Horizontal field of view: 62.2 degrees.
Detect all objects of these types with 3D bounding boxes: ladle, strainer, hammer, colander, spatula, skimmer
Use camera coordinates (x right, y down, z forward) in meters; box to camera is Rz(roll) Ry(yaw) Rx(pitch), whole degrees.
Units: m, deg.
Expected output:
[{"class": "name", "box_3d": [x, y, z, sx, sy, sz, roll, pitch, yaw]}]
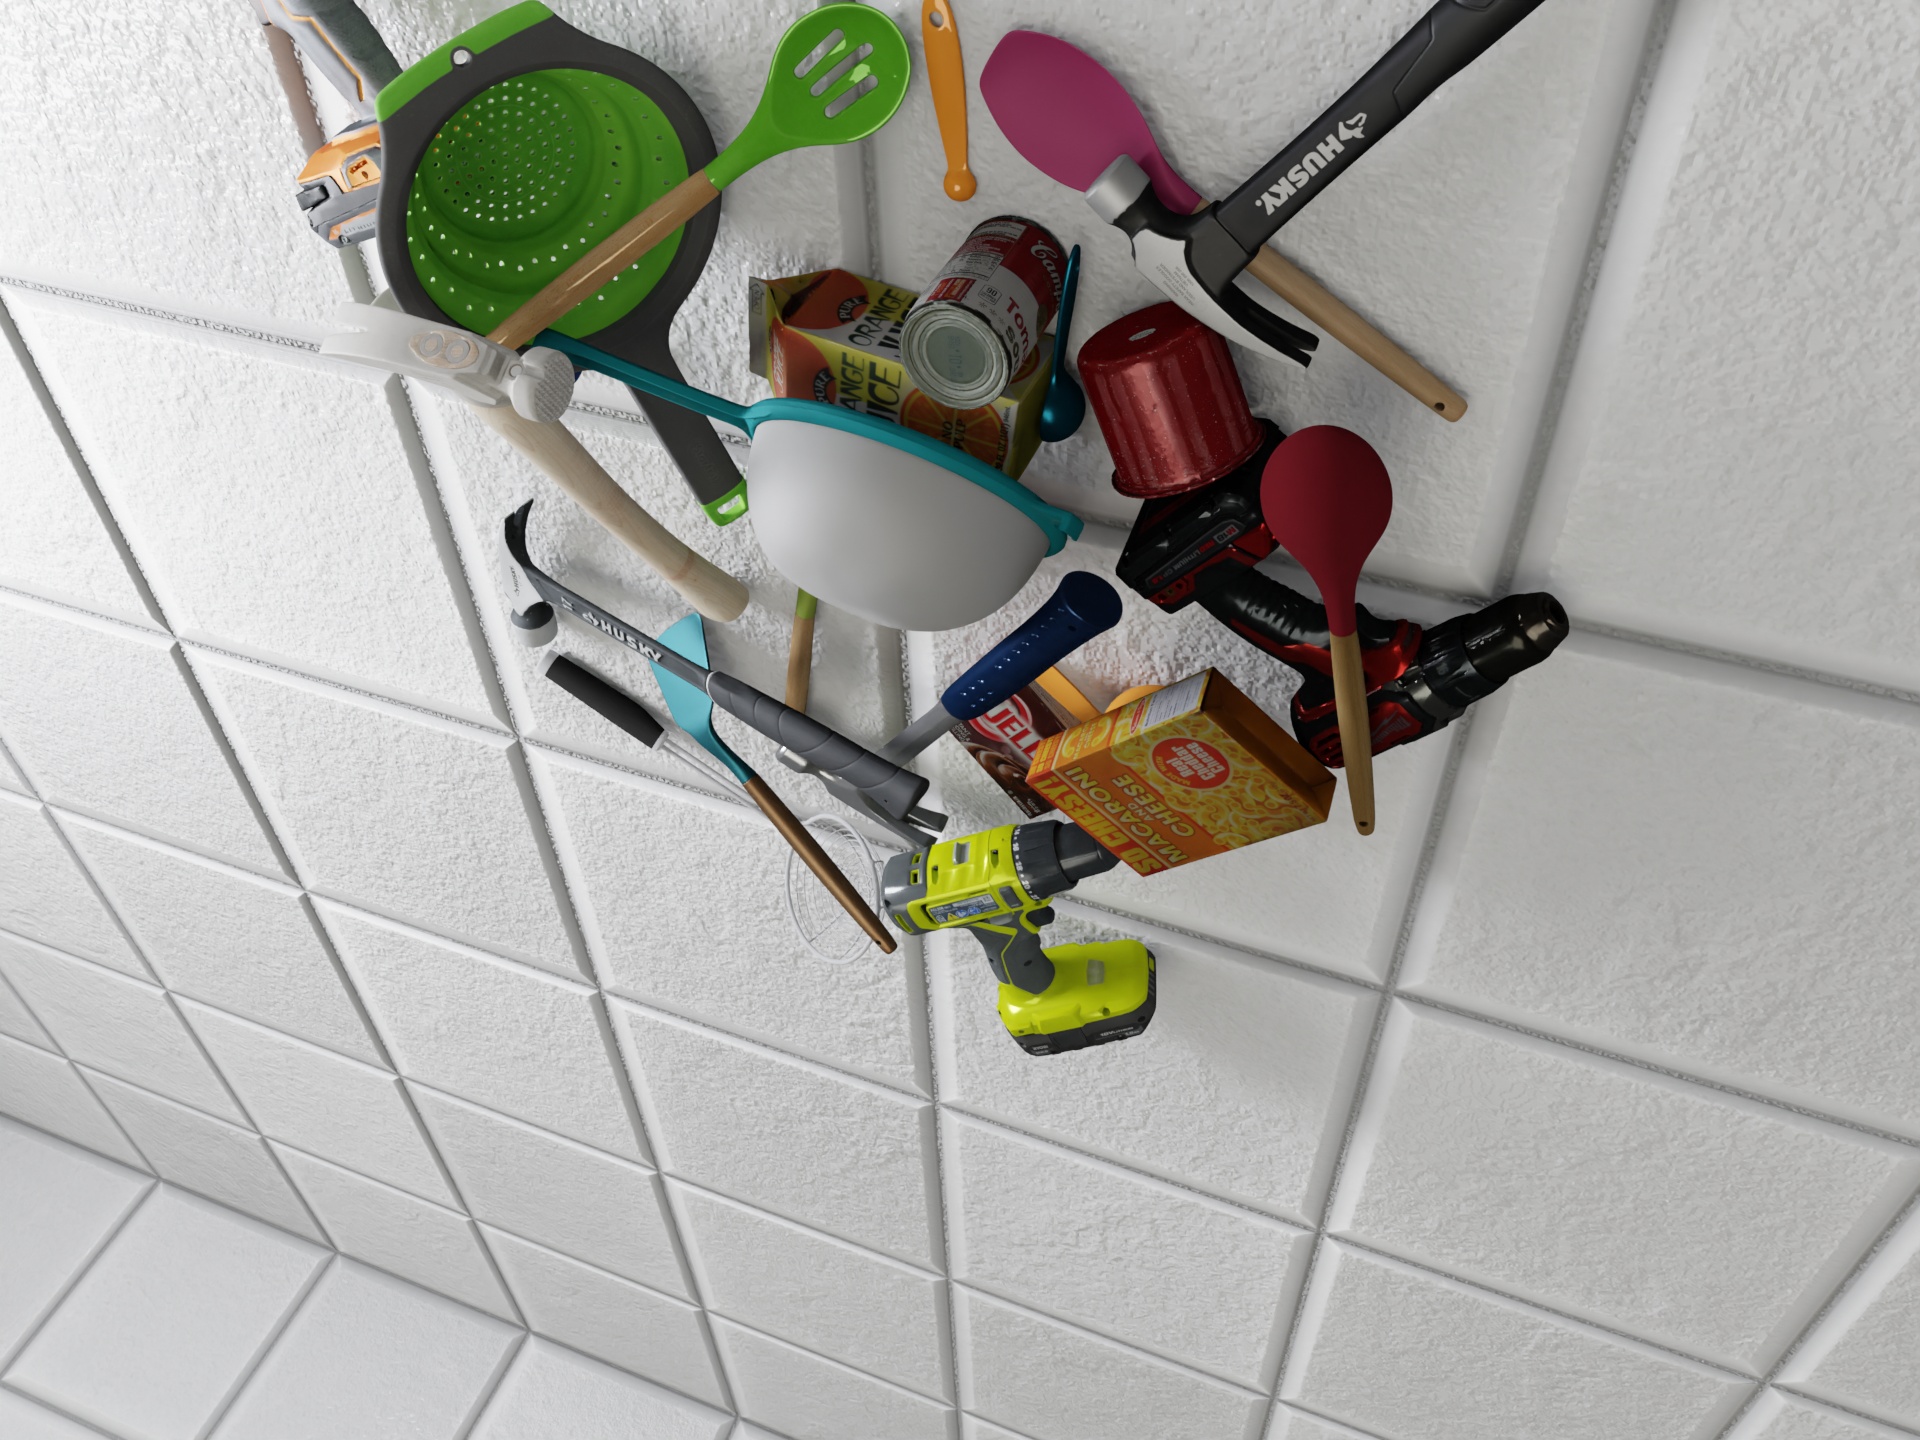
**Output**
[{"class": "ladle", "box_3d": [0.224, -0.036, 0.927, 0.069, 0.031, 0.315, -1, 137, 20]}, {"class": "strainer", "box_3d": [-0.106, -0.132, 0.963, 0.340, 0.095, 0.211, 21, 174, -11]}, {"class": "hammer", "box_3d": [-0.002, -0.004, 1.105, 0.144, 0.035, 0.405, 35, 150, -11]}, {"class": "colander", "box_3d": [-0.230, -0.271, 0.999, 0.095, 0.204, 0.396, 51, 173, 35]}, {"class": "spatula", "box_3d": [-0.147, 0.060, 1.283, 0.082, 0.044, 0.317, -30, 102, 43]}, {"class": "ladle", "box_3d": [-0.125, -0.056, 1.191, 0.078, 0.062, 0.320, 29, 143, 12]}, {"class": "hammer", "box_3d": [-0.194, -0.036, 1.191, 0.409, 0.036, 0.149, 28, 144, 21]}, {"class": "hammer", "box_3d": [-0.237, -0.145, 1.021, 0.146, 0.038, 0.410, 17, 170, 16]}, {"class": "skimmer", "box_3d": [-0.214, 0.067, 1.340, 0.363, 0.090, 0.127, 35, 127, -6]}, {"class": "hammer", "box_3d": [0.216, -0.301, 0.743, 0.146, 0.035, 0.334, 43, 134, -12]}]

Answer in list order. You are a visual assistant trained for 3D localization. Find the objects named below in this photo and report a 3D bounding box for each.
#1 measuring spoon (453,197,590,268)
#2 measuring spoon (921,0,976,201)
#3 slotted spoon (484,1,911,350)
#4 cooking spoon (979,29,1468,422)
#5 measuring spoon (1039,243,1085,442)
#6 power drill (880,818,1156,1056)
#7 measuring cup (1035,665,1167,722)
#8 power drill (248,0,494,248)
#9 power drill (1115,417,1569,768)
[{"class": "measuring spoon", "box_3d": [-0.282, -0.322, 1.041, 0.124, 0.018, 0.034, -9, 127, 28]}, {"class": "measuring spoon", "box_3d": [-0.008, -0.337, 0.866, 0.021, 0.011, 0.116, 10, 136, 21]}, {"class": "slotted spoon", "box_3d": [-0.161, -0.289, 0.890, 0.314, 0.031, 0.070, -33, 118, 14]}, {"class": "cooking spoon", "box_3d": [0.146, -0.259, 0.854, 0.319, 0.017, 0.068, 35, 137, -7]}, {"class": "measuring spoon", "box_3d": [0.067, -0.216, 0.926, 0.021, 0.042, 0.128, 19, 137, 13]}, {"class": "power drill", "box_3d": [0.070, 0.165, 1.257, 0.190, 0.080, 0.228, -17, 132, 21]}, {"class": "measuring cup", "box_3d": [0.108, -0.010, 1.108, 0.173, 0.052, 0.095, 42, 138, -12]}, {"class": "power drill", "box_3d": [-0.397, -0.411, 0.963, 0.164, 0.084, 0.226, -2, 127, 32]}, {"class": "power drill", "box_3d": [0.228, -0.075, 0.956, 0.226, 0.080, 0.188, 39, 139, -16]}]
